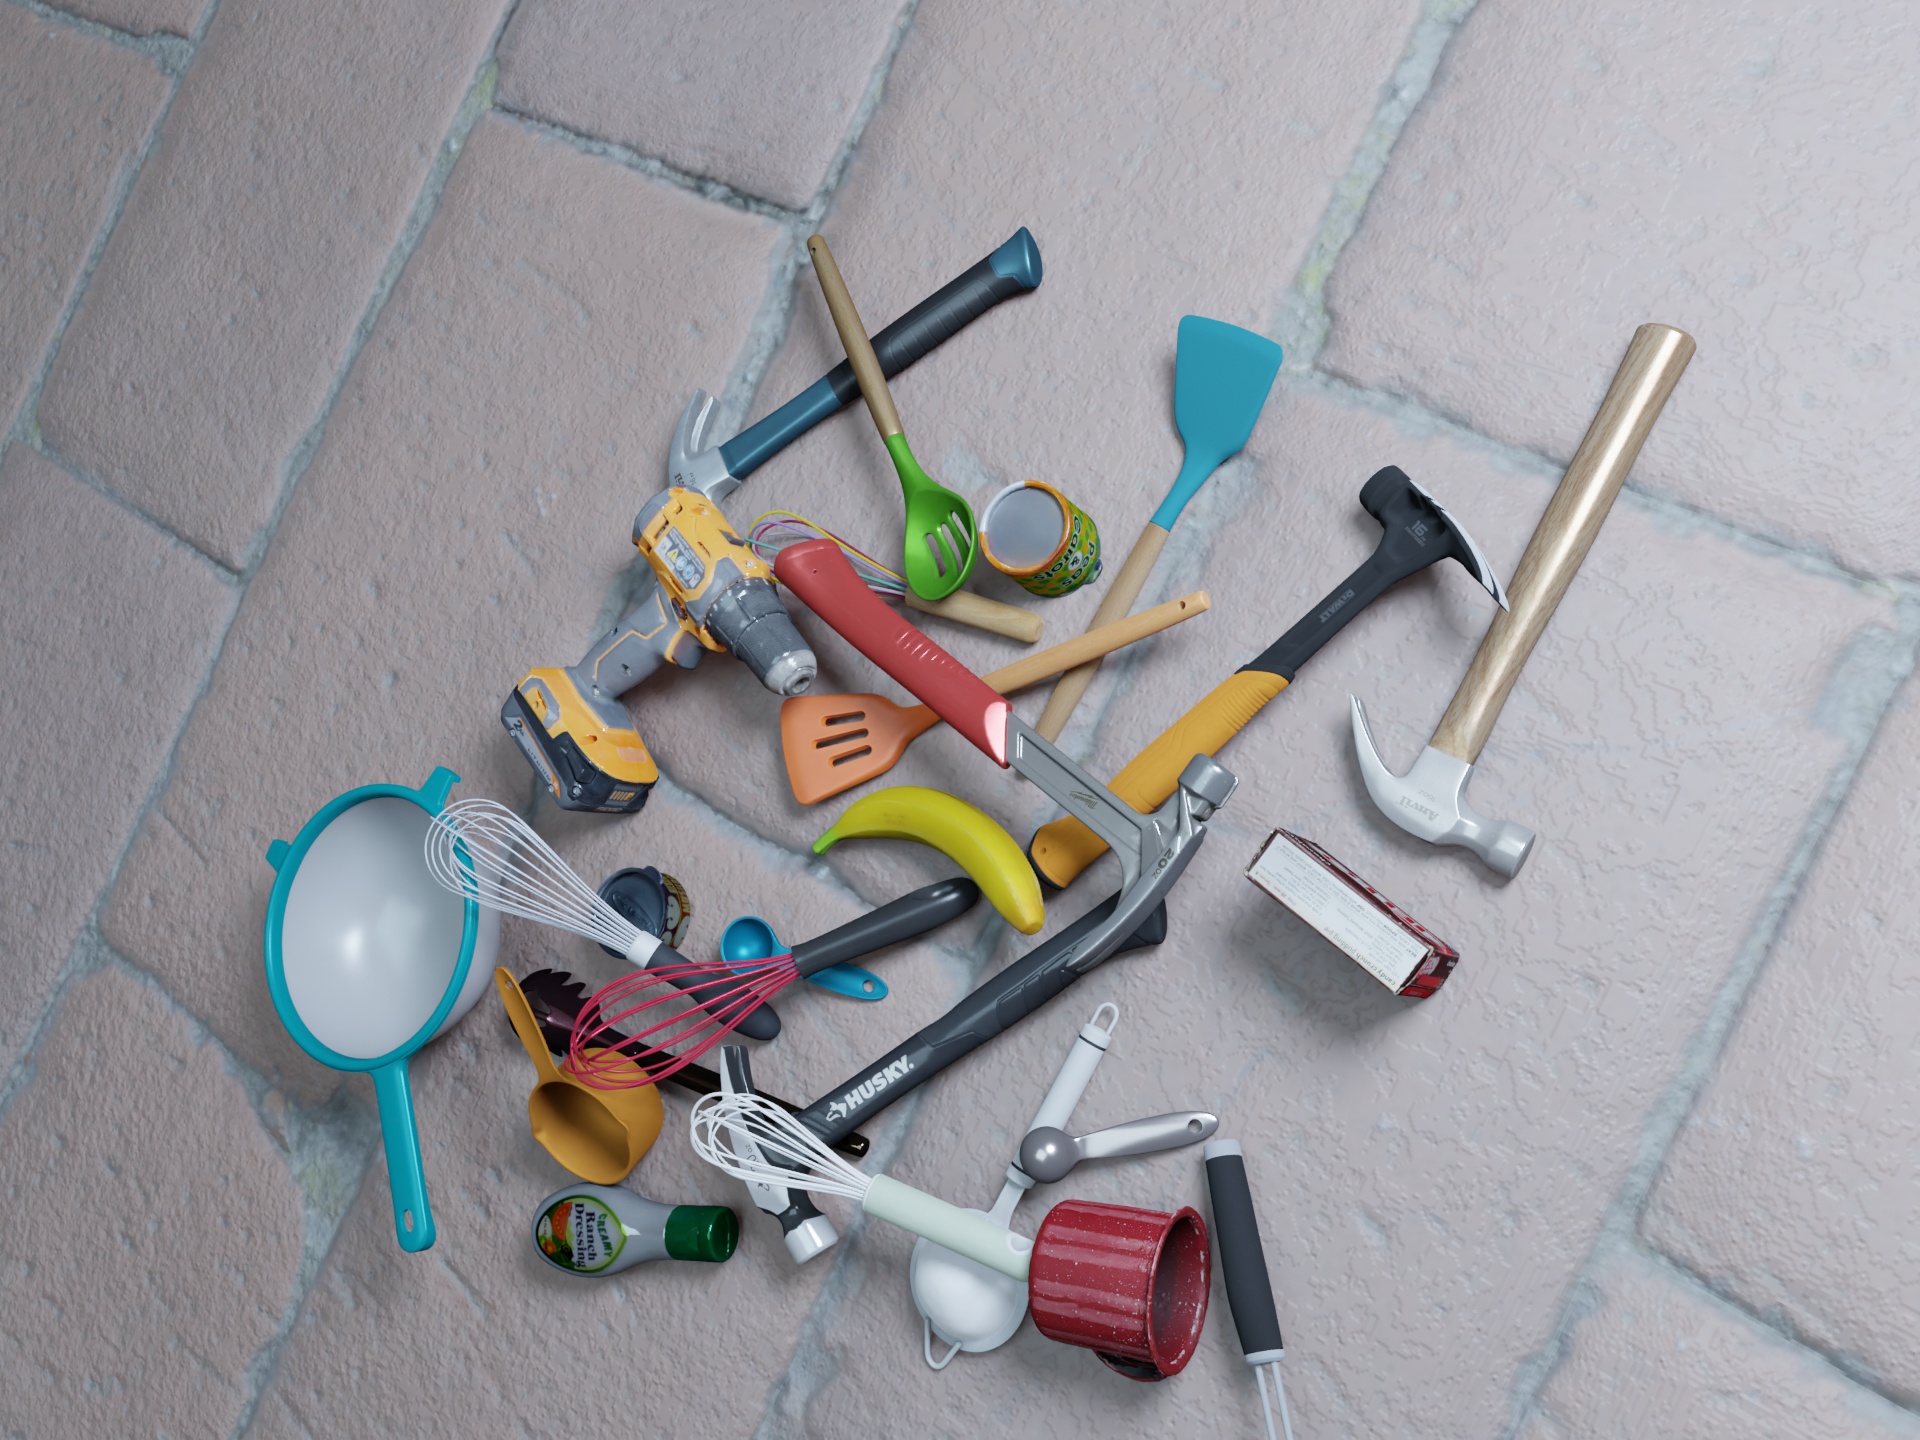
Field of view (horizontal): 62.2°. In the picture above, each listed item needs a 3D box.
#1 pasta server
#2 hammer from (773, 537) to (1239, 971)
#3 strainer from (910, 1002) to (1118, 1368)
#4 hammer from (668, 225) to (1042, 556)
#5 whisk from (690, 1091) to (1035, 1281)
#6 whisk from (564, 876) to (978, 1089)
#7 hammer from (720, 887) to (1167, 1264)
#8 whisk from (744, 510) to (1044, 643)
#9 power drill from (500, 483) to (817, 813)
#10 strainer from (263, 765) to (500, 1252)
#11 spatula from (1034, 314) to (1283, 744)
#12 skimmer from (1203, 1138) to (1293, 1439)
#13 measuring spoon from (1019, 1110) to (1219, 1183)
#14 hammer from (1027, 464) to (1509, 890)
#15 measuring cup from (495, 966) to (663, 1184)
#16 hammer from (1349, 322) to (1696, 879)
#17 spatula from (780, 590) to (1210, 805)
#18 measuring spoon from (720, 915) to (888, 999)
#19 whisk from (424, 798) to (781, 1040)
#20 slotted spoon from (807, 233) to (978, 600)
[{"bbox_3d":[-0.200,0.245,1.123,0.316,0.040,0.060,16,86,23],"label":"pasta server"},{"bbox_3d":[-0.002,-0.003,1.017,0.359,0.036,0.149,39,93,29],"label":"hammer"},{"bbox_3d":[0.033,0.291,0.995,0.087,0.050,0.258,27,88,31],"label":"strainer"},{"bbox_3d":[-0.080,-0.250,1.170,0.331,0.033,0.128,-31,68,16],"label":"hammer"},{"bbox_3d":[-0.062,0.290,0.983,0.246,0.058,0.059,18,113,19],"label":"whisk"},{"bbox_3d":[-0.125,0.167,1.051,0.296,0.073,0.073,-23,69,-2],"label":"whisk"},{"bbox_3d":[-0.009,0.199,1.024,0.335,0.035,0.146,-36,71,10],"label":"hammer"},{"bbox_3d":[-0.052,-0.100,1.119,0.245,0.051,0.047,19,82,24],"label":"whisk"},{"bbox_3d":[-0.212,-0.031,1.143,0.226,0.084,0.185,-49,64,16],"label":"power drill"},{"bbox_3d":[-0.402,0.217,1.185,0.211,0.095,0.341,-22,72,22],"label":"strainer"},{"bbox_3d":[0.112,-0.108,1.042,0.082,0.044,0.317,30,94,34],"label":"spatula"},{"bbox_3d":[0.193,0.424,0.895,0.127,0.090,0.364,-21,61,23],"label":"skimmer"},{"bbox_3d":[0.096,0.256,0.965,0.124,0.018,0.034,-13,78,5],"label":"measuring spoon"},{"bbox_3d":[0.173,-0.006,0.978,0.337,0.034,0.127,-43,41,15],"label":"hammer"},{"bbox_3d":[-0.266,0.234,1.099,0.095,0.052,0.173,-14,106,33],"label":"measuring cup"},{"bbox_3d":[0.339,-0.081,0.937,0.130,0.031,0.331,27,91,27],"label":"hammer"},{"bbox_3d":[0.017,-0.025,1.055,0.322,0.041,0.081,-22,70,30],"label":"spatula"},{"bbox_3d":[-0.106,0.169,1.102,0.129,0.021,0.042,15,86,18],"label":"measuring spoon"},{"bbox_3d":[-0.247,0.142,1.104,0.284,0.070,0.070,32,93,1],"label":"whisk"},{"bbox_3d":[-0.053,-0.220,1.119,0.070,0.031,0.314,-37,65,35],"label":"slotted spoon"}]
